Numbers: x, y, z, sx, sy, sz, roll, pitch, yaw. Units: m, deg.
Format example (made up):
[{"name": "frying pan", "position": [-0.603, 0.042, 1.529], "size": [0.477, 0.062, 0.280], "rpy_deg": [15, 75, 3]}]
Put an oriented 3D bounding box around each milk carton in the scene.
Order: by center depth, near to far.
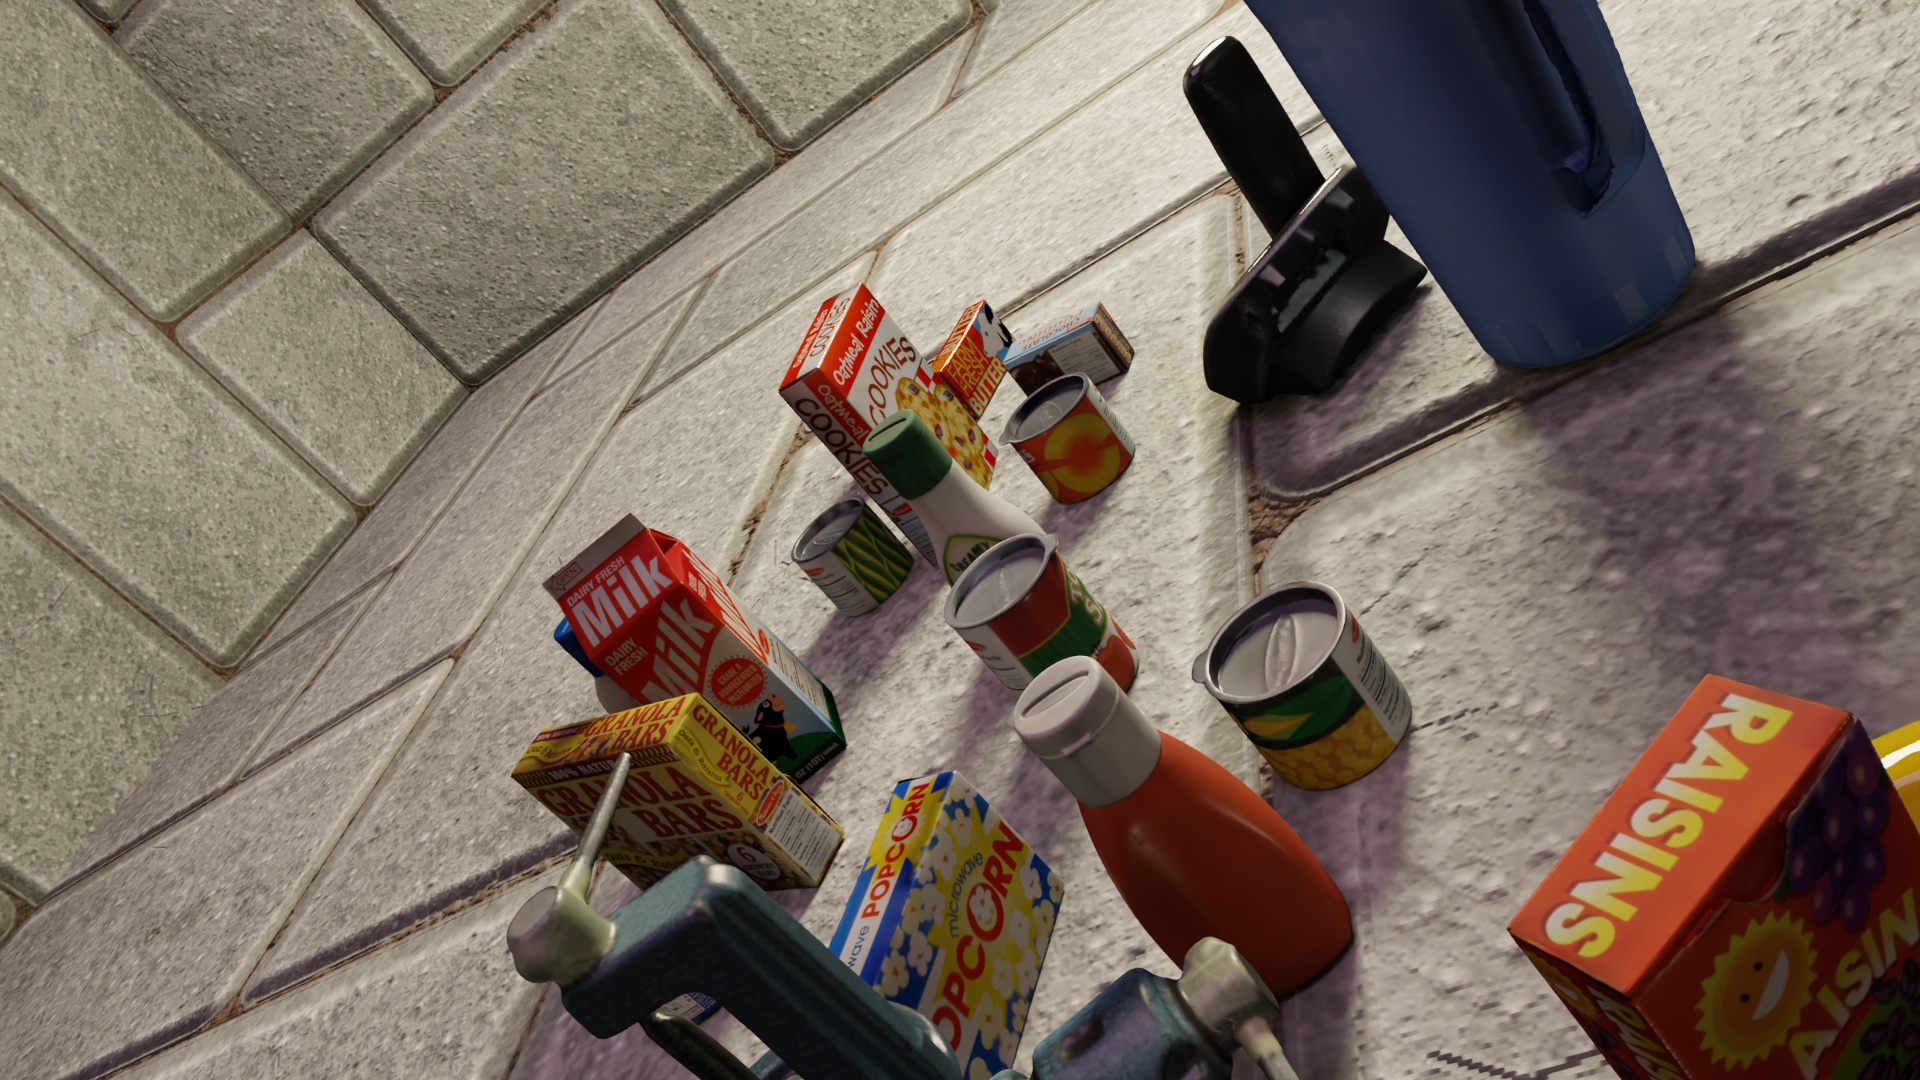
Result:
[{"name": "milk carton", "position": [-0.160, 0.070, 0.842], "size": [0.072, 0.190, 0.073], "rpy_deg": [-39, 24, 4]}]

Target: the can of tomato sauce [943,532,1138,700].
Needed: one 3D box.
[{"name": "can of tomato sauce", "position": [0.044, 0.047, 0.715], "size": [0.071, 0.083, 0.071], "rpy_deg": [-33, 25, 17]}]

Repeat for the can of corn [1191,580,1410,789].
[{"name": "can of corn", "position": [0.141, 0.061, 0.577], "size": [0.071, 0.058, 0.071], "rpy_deg": [-33, 25, 17]}]

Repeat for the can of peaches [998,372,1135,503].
[{"name": "can of peaches", "position": [0.069, -0.065, 0.901], "size": [0.071, 0.058, 0.071], "rpy_deg": [-33, 25, 17]}]

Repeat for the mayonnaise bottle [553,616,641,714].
[{"name": "mayonnaise bottle", "position": [-0.199, 0.099, 0.900], "size": [0.041, 0.147, 0.065], "rpy_deg": [-26, 28, 31]}]

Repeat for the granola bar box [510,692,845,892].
[{"name": "granola bar box", "position": [-0.163, 0.149, 0.792], "size": [0.165, 0.124, 0.039], "rpy_deg": [-17, 33, 43]}]

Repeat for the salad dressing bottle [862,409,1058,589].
[{"name": "salad dressing bottle", "position": [0.003, -0.010, 0.793], "size": [0.064, 0.147, 0.044], "rpy_deg": [-27, 27, 28]}]

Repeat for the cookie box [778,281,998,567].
[{"name": "cookie box", "position": [-0.046, -0.082, 0.964], "size": [0.040, 0.167, 0.123], "rpy_deg": [-28, 27, 28]}]

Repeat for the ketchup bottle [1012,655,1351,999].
[{"name": "ketchup bottle", "position": [0.076, 0.103, 0.490], "size": [0.064, 0.148, 0.044], "rpy_deg": [-35, 24, 13]}]

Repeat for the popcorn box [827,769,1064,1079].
[{"name": "popcorn box", "position": [-0.009, 0.171, 0.575], "size": [0.038, 0.085, 0.127], "rpy_deg": [-22, 30, 37]}]

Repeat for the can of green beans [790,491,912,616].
[{"name": "can of green beans", "position": [-0.076, 0.011, 0.984], "size": [0.071, 0.057, 0.071], "rpy_deg": [-33, 25, 17]}]

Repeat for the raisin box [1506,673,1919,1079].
[{"name": "raisin box", "position": [0.197, 0.106, 0.337], "size": [0.086, 0.123, 0.040], "rpy_deg": [-45, 24, -11]}]

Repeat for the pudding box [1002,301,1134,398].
[{"name": "pudding box", "position": [0.079, -0.134, 1.018], "size": [0.083, 0.049, 0.030], "rpy_deg": [-22, 30, 36]}]

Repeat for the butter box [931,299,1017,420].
[{"name": "butter box", "position": [0.010, -0.146, 1.134], "size": [0.024, 0.053, 0.104], "rpy_deg": [-19, 32, 41]}]
